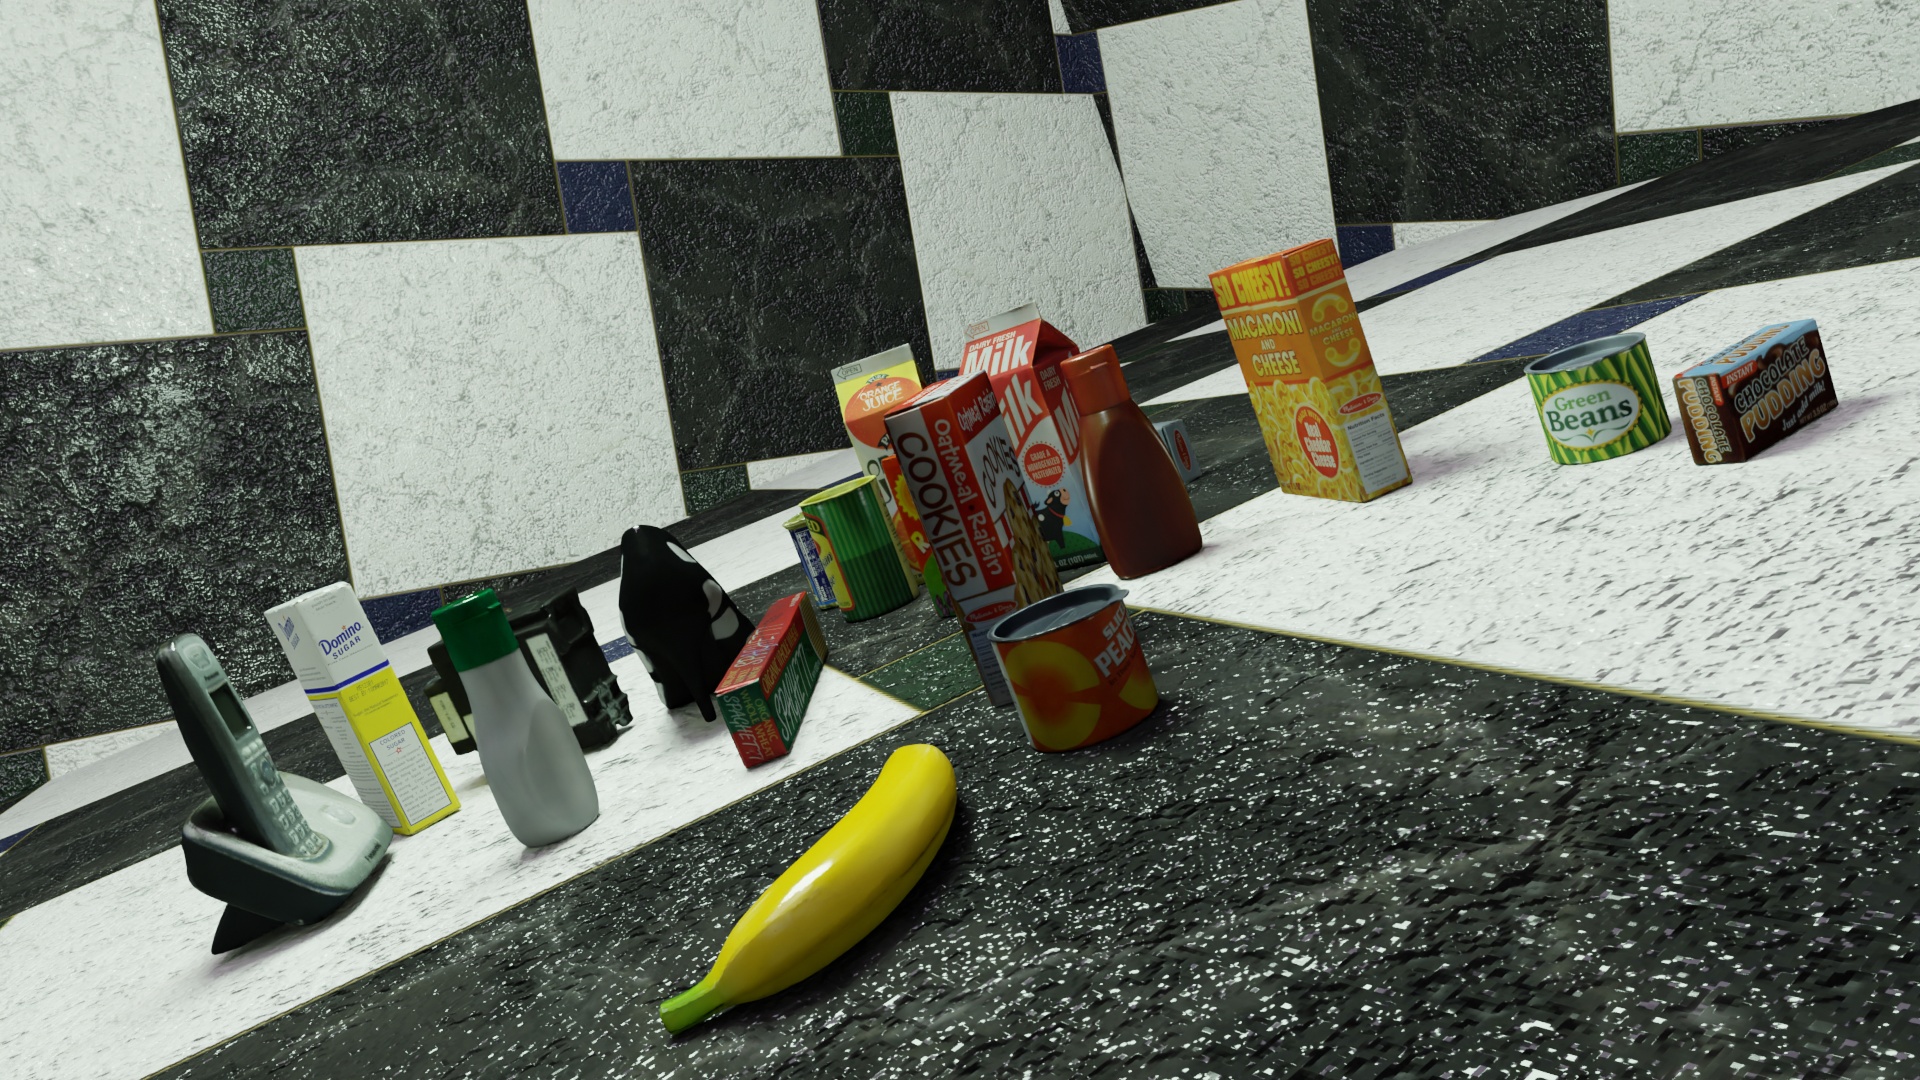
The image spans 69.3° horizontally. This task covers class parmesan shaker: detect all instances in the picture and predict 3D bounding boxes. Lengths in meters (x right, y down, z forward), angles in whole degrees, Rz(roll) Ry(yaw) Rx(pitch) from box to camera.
[{"bbox_3d":[-0.080,0.007,1.112,0.071,0.103,0.071,-20,9,3],"label":"parmesan shaker"}]

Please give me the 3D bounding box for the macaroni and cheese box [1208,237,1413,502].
[{"bbox_3d":[0.232,-0.112,0.930,0.040,0.166,0.124,-22,9,-10],"label":"macaroni and cheese box"}]

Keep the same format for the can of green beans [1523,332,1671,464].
[{"bbox_3d":[0.366,-0.081,0.798,0.071,0.057,0.071,-20,9,3],"label":"can of green beans"}]

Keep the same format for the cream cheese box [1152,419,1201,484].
[{"bbox_3d":[0.164,-0.073,1.213,0.024,0.053,0.103,-24,10,-25],"label":"cream cheese box"}]

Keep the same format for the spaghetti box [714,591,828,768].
[{"bbox_3d":[-0.119,0.084,0.908,0.029,0.050,0.250,-20,9,3],"label":"spaghetti box"}]

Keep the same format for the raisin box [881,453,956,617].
[{"bbox_3d":[0.003,-0.012,0.978,0.086,0.123,0.040,-11,13,47],"label":"raisin box"}]

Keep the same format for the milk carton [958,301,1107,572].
[{"bbox_3d":[0.060,-0.077,1.022,0.072,0.190,0.074,-14,10,36],"label":"milk carton"}]

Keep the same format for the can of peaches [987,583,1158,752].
[{"bbox_3d":[0.055,0.059,0.650,0.071,0.058,0.071,-20,9,3],"label":"can of peaches"}]

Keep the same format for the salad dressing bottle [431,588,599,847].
[{"bbox_3d":[-0.257,0.101,0.799,0.044,0.147,0.064,-18,9,17],"label":"salad dressing bottle"}]

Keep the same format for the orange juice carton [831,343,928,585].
[{"bbox_3d":[-0.043,-0.065,1.176,0.072,0.192,0.073,-20,8,5],"label":"orange juice carton"}]

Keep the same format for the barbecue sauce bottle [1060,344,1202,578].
[{"bbox_3d":[0.107,-0.053,0.912,0.065,0.148,0.043,-22,8,-8],"label":"barbecue sauce bottle"}]

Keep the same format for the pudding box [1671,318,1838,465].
[{"bbox_3d":[0.404,-0.076,0.707,0.084,0.049,0.030,-24,9,-24],"label":"pudding box"}]

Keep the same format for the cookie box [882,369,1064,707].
[{"bbox_3d":[0.014,-0.007,0.780,0.040,0.167,0.123,-18,9,14],"label":"cookie box"}]
